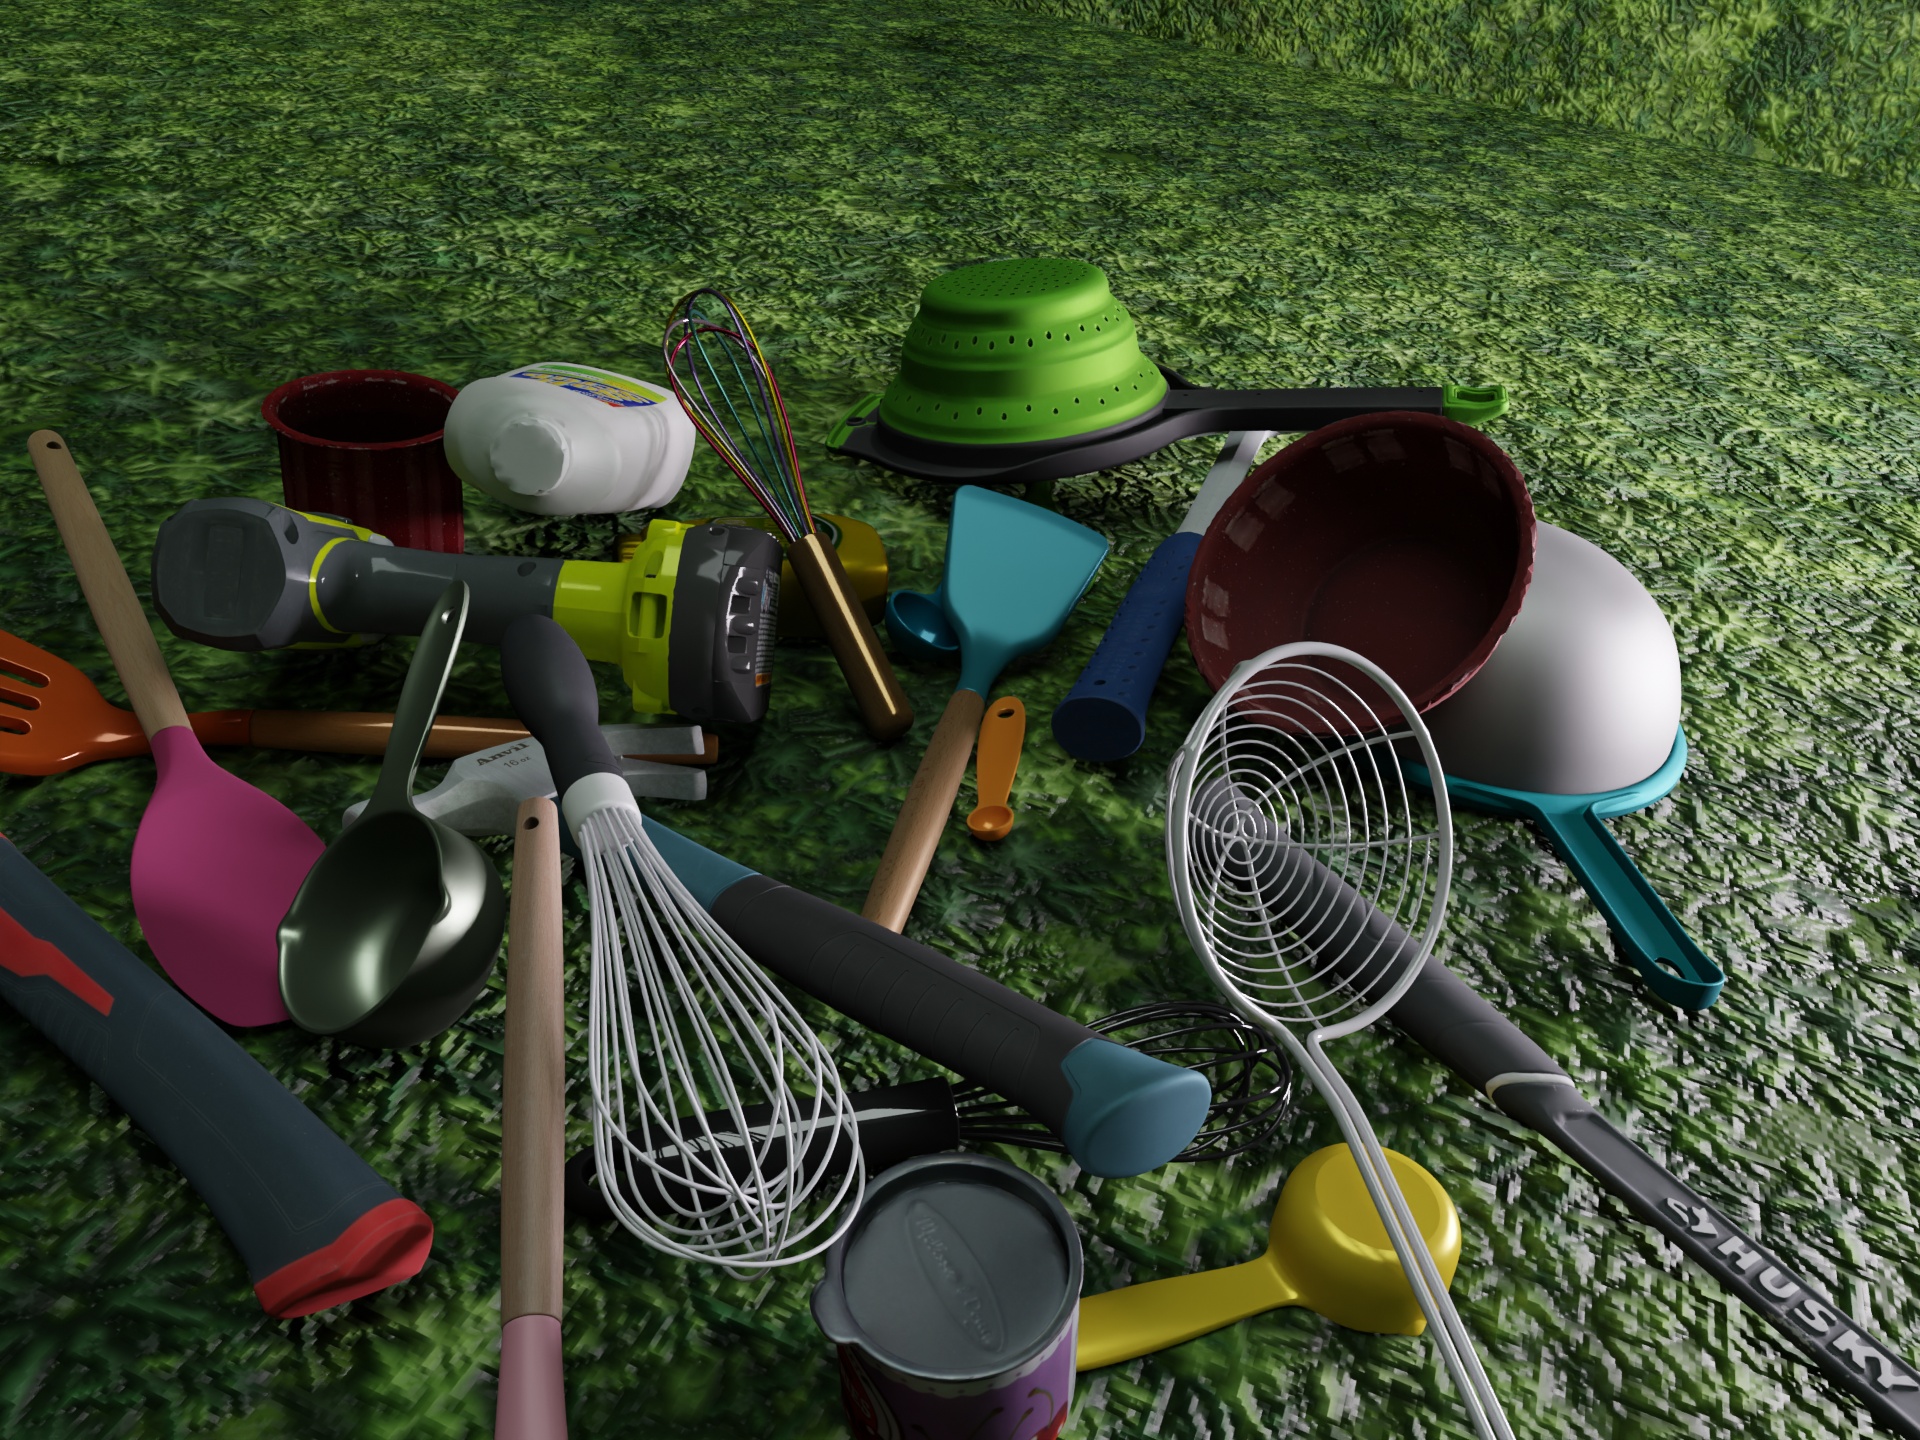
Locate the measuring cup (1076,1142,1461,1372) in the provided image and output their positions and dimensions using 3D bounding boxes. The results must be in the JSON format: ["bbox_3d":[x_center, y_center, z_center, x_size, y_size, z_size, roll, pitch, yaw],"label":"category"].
[{"bbox_3d":[0.081,0.163,0.474,0.156,0.029,0.062,-7,36,-23],"label":"measuring cup"}]

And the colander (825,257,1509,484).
[{"bbox_3d":[0.114,-0.216,0.931,0.397,0.094,0.205,2,29,15],"label":"colander"}]

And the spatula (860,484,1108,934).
[{"bbox_3d":[-0.001,-0.002,0.688,0.082,0.044,0.318,21,37,0],"label":"spatula"}]

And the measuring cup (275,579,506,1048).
[{"bbox_3d":[-0.179,0.030,0.541,0.083,0.038,0.168,-12,57,30],"label":"measuring cup"}]

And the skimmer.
[{"bbox_3d":[0.144,0.131,0.431,0.127,0.090,0.364,18,37,-32],"label":"skimmer"}]

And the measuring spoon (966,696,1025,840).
[{"bbox_3d":[0.017,0.020,0.701,0.021,0.011,0.117,-6,28,9],"label":"measuring spoon"}]

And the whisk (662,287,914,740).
[{"bbox_3d":[-0.082,-0.098,0.742,0.047,0.051,0.245,-26,75,-1],"label":"whisk"}]

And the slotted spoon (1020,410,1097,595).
[{"bbox_3d":[0.044,-0.155,0.961,0.070,0.031,0.314,18,30,-10],"label":"slotted spoon"}]

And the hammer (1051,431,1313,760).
[{"bbox_3d":[0.121,-0.098,0.861,0.144,0.035,0.406,4,32,20],"label":"hammer"}]

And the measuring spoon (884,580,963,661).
[{"bbox_3d":[-0.008,-0.057,0.811,0.042,0.021,0.129,39,27,1],"label":"measuring spoon"}]

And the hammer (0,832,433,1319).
[{"bbox_3d":[-0.299,0.045,0.504,0.386,0.038,0.143,30,82,23],"label":"hammer"}]

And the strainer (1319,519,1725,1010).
[{"bbox_3d":[0.270,-0.014,0.732,0.211,0.095,0.341,3,32,-8],"label":"strainer"}]

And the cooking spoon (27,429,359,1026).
[{"bbox_3d":[-0.306,-0.010,0.604,0.068,0.017,0.319,-10,51,-40],"label":"cooking spoon"}]

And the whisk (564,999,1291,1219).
[{"bbox_3d":[-0.005,0.127,0.501,0.239,0.055,0.055,-7,35,-14],"label":"whisk"}]

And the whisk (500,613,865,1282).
[{"bbox_3d":[-0.101,0.049,0.488,0.070,0.070,0.285,-8,40,-24],"label":"whisk"}]

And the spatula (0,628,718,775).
[{"bbox_3d":[-0.260,-0.002,0.640,0.322,0.041,0.081,3,46,-11],"label":"spatula"}]

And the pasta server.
[{"bbox_3d":[-0.117,0.133,0.426,0.060,0.040,0.317,-11,45,-4],"label":"pasta server"}]

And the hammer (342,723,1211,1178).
[{"bbox_3d":[-0.066,0.068,0.535,0.331,0.033,0.128,20,33,37],"label":"hammer"}]

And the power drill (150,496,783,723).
[{"bbox_3d":[-0.191,-0.050,0.669,0.223,0.080,0.171,6,2,-3],"label":"power drill"}]

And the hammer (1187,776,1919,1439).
[{"bbox_3d":[0.214,0.137,0.542,0.149,0.036,0.409,-13,38,-32],"label":"hammer"}]
